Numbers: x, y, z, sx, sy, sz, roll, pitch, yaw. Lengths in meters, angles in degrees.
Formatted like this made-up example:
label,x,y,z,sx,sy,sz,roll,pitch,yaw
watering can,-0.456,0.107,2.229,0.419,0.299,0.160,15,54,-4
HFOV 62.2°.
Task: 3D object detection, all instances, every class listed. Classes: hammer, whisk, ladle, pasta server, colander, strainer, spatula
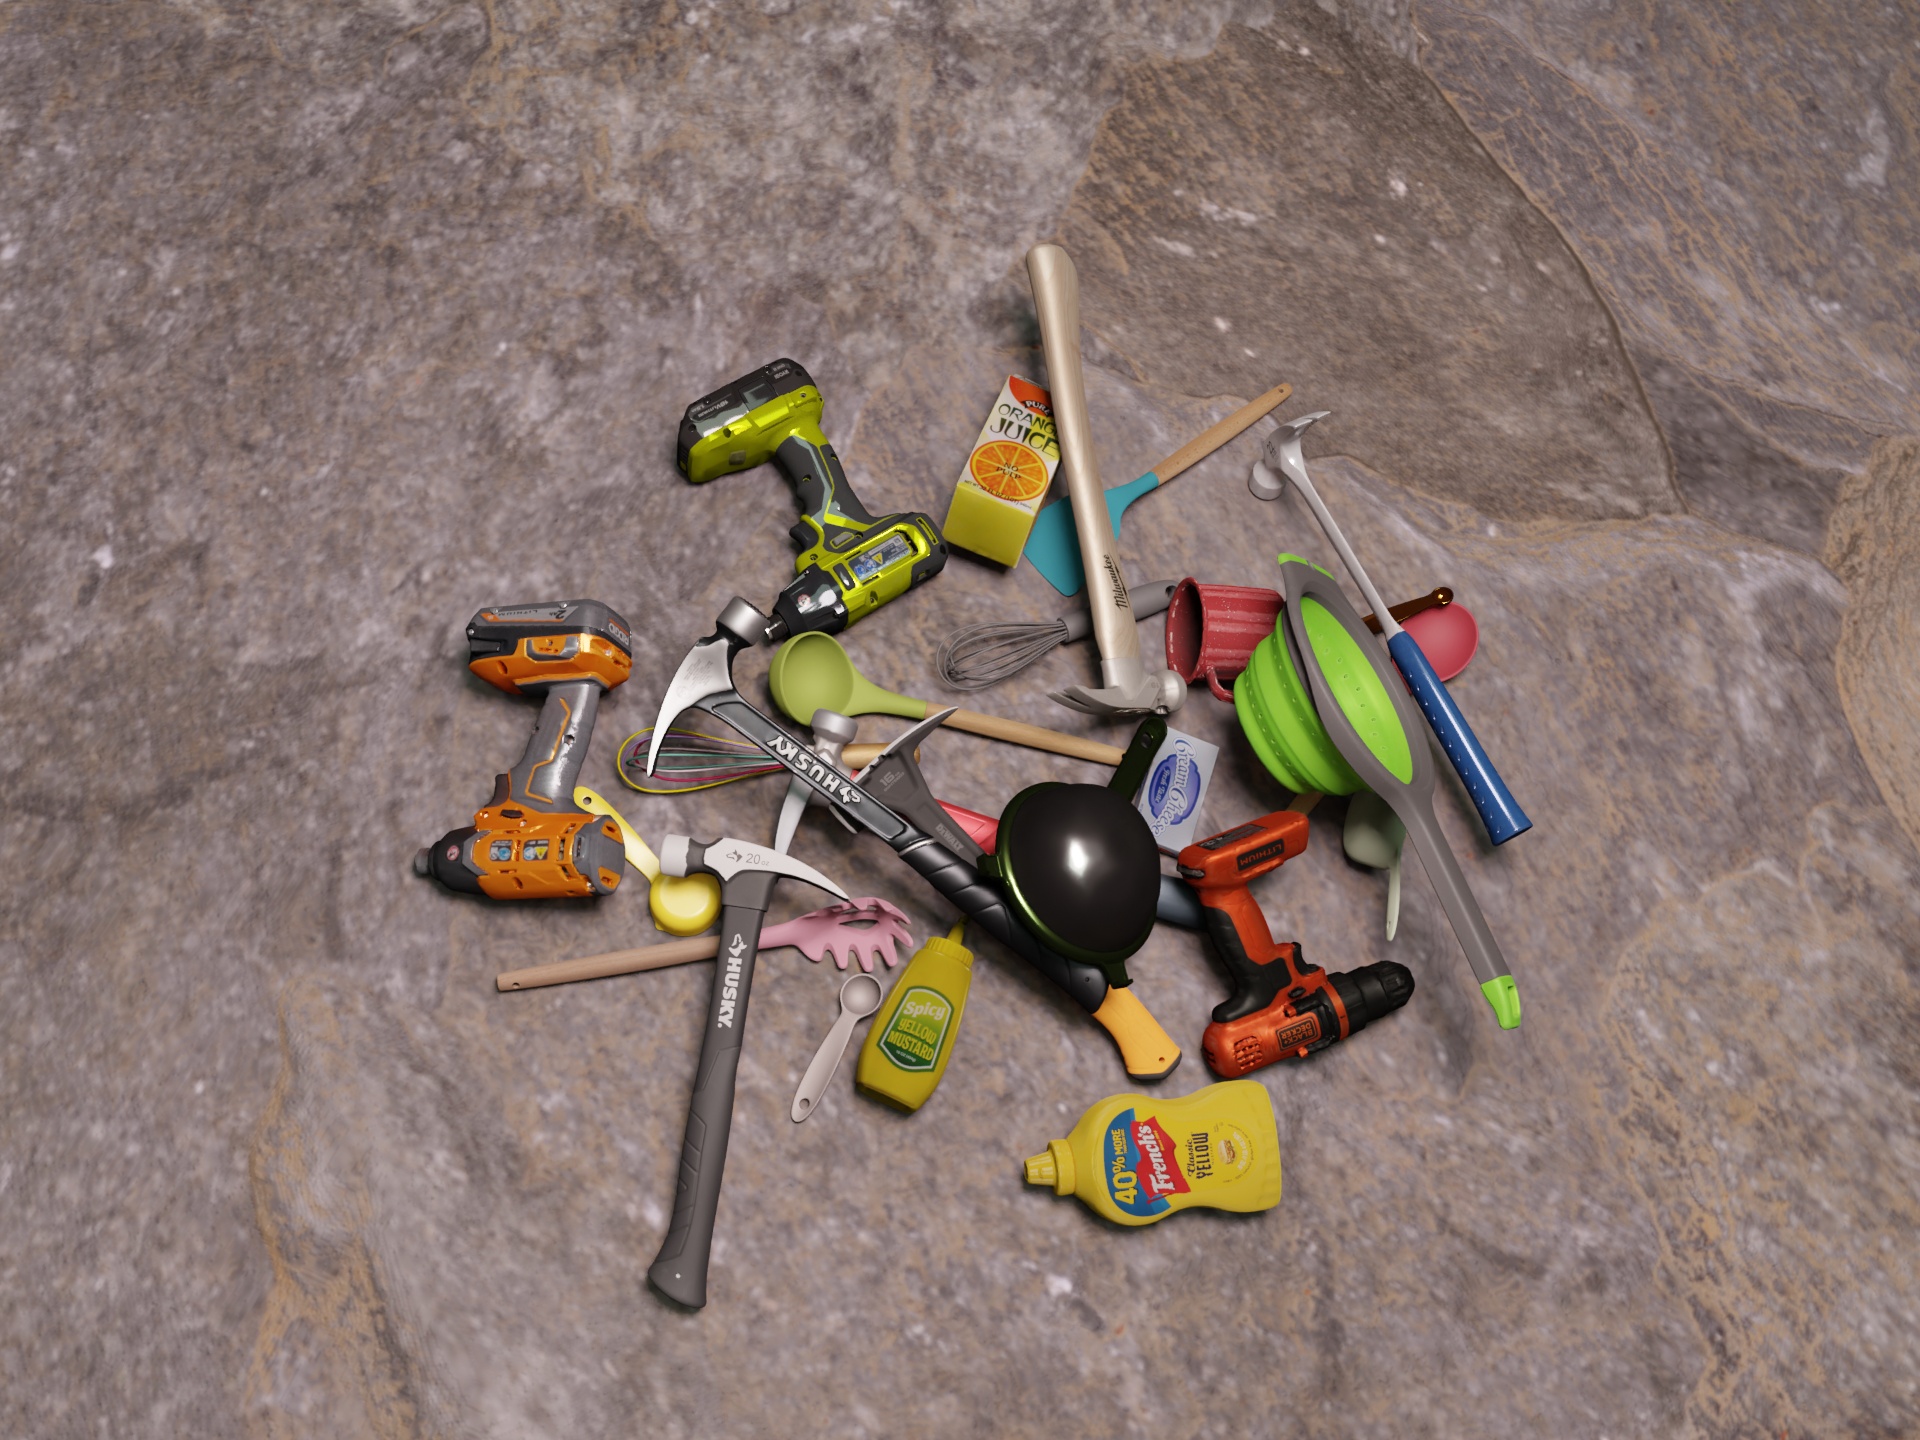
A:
label,x,y,z,sx,sy,sz,roll,pitch,yaw
hammer,0.056,0.145,1.239,0.127,0.034,0.337,-43,93,-5
whisk,0.088,-0.081,1.367,0.239,0.055,0.055,-20,73,-20
ladle,0.346,0.014,1.376,0.069,0.031,0.315,36,70,21
whisk,-0.154,0.028,1.290,0.245,0.051,0.047,-2,64,-12
hammer,0.365,-0.081,1.349,0.035,0.144,0.406,-23,73,-11
pasta server,-0.195,0.180,1.227,0.316,0.060,0.040,-8,29,-9
colander,0.310,0.064,1.237,0.094,0.204,0.397,-32,67,28
hammer,-0.173,0.256,1.172,0.146,0.035,0.335,7,78,2
hammer,0.097,-0.205,1.331,0.146,0.038,0.411,1,76,-46
hammer,-0.052,0.088,1.196,0.409,0.036,0.149,38,87,-4
hammer,0.044,0.119,1.275,0.386,0.038,0.143,19,84,-5
strainer,0.126,0.071,1.232,0.151,0.069,0.256,41,47,-9
spatula,0.189,-0.228,1.450,0.317,0.044,0.082,-35,76,-24
ladle,-0.002,-0.004,1.318,0.320,0.062,0.078,14,78,-6

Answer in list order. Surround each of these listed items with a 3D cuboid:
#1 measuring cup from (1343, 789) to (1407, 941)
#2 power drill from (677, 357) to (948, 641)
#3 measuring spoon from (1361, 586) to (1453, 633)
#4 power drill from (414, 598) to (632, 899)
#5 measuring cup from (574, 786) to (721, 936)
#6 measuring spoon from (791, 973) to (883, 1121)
label,x,y,z,sx,sy,sz,roll,pitch,yaw
measuring cup,0.335,0.112,1.289,0.038,0.083,0.168,16,41,2
power drill,-0.140,-0.182,1.356,0.171,0.080,0.223,-32,80,-19
measuring spoon,0.383,-0.090,1.415,0.117,0.011,0.021,-23,48,4
power drill,-0.339,0.027,1.235,0.164,0.084,0.227,-4,72,13
measuring cup,-0.251,0.105,1.251,0.156,0.029,0.062,44,69,7
measuring spoon,-0.096,0.254,1.227,0.034,0.018,0.124,22,73,22
